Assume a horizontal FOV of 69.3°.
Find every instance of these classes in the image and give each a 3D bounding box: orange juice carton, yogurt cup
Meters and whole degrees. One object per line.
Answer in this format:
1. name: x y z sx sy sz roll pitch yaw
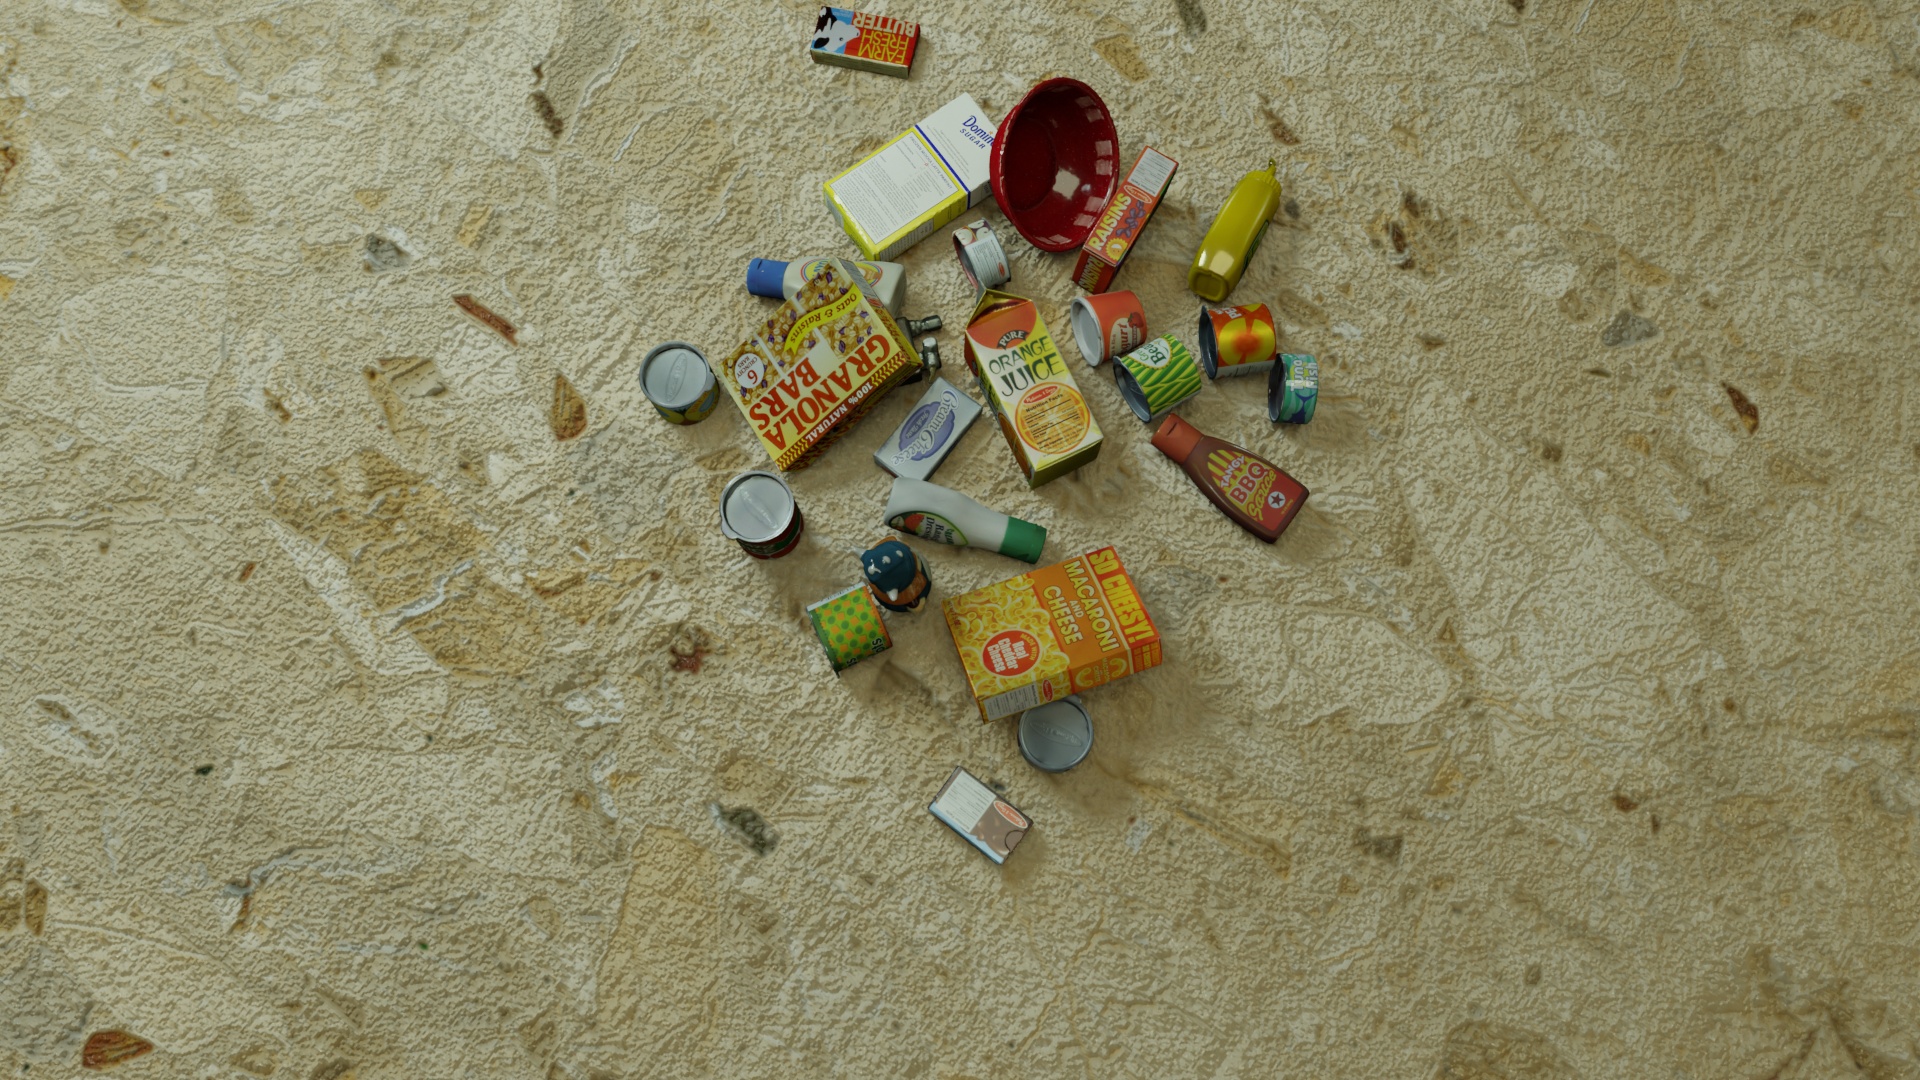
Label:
1. orange juice carton: 0.058 -0.153 1.302 0.073 0.071 0.193 -25 79 -5
2. yogurt cup: 0.142 -0.205 1.319 0.054 0.072 0.072 -18 78 -12

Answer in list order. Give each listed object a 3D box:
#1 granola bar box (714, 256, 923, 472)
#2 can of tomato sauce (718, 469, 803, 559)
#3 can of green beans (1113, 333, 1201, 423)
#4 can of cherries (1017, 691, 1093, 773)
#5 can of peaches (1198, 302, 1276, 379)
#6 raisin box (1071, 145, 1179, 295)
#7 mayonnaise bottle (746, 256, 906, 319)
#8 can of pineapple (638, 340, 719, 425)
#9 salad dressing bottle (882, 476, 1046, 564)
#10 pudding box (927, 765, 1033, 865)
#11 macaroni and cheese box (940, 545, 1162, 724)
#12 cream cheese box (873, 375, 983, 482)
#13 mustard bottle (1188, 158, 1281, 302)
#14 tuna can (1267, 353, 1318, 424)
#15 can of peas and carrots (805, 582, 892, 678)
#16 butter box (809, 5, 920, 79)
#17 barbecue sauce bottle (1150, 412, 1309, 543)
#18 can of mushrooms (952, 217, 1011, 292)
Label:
1. granola bar box: -0.132 -0.161 1.284 0.165 0.039 0.124 -39 77 21
2. can of tomato sauce: -0.181 -0.020 1.266 0.071 0.083 0.071 0 78 0
3. can of green beans: 0.185 -0.153 1.304 0.058 0.071 0.071 -30 79 -6
4. can of cherries: 0.085 0.171 1.235 0.071 0.058 0.071 0 77 1
5. can of peaches: 0.261 -0.191 1.312 0.058 0.071 0.071 -8 78 -2
6. raisin box: 0.157 -0.303 1.329 0.040 0.086 0.123 31 79 2
7. mayonnaise bottle: -0.129 -0.244 1.330 0.148 0.041 0.065 9 52 10
8. can of pineapple: -0.262 -0.146 1.308 0.071 0.057 0.071 0 78 0
9. salad dressing bottle: 0.005 -0.016 1.279 0.148 0.064 0.044 17 61 -4
10. pudding box: 0.017 0.244 1.233 0.084 0.030 0.050 36 79 8
11. macaroni and cheese box: 0.080 0.082 1.237 0.167 0.040 0.124 -18 45 -4
12. cream cheese box: -0.030 -0.100 1.314 0.053 0.024 0.104 37 80 7
13. mustard bottle: 0.273 -0.308 1.343 0.049 0.065 0.160 27 75 10
14. tuna can: 0.312 -0.143 1.300 0.033 0.071 0.071 3 77 0
15. can of peas and carrots: -0.099 0.080 1.252 0.059 0.071 0.071 -25 79 -6
16. butter box: -0.096 -0.505 1.407 0.103 0.024 0.053 11 78 3
17. barbecue sauce bottle: 0.247 -0.063 1.296 0.148 0.043 0.065 36 81 8
18. can of mushrooms: 0.020 -0.273 1.335 0.033 0.071 0.071 -26 79 -4
